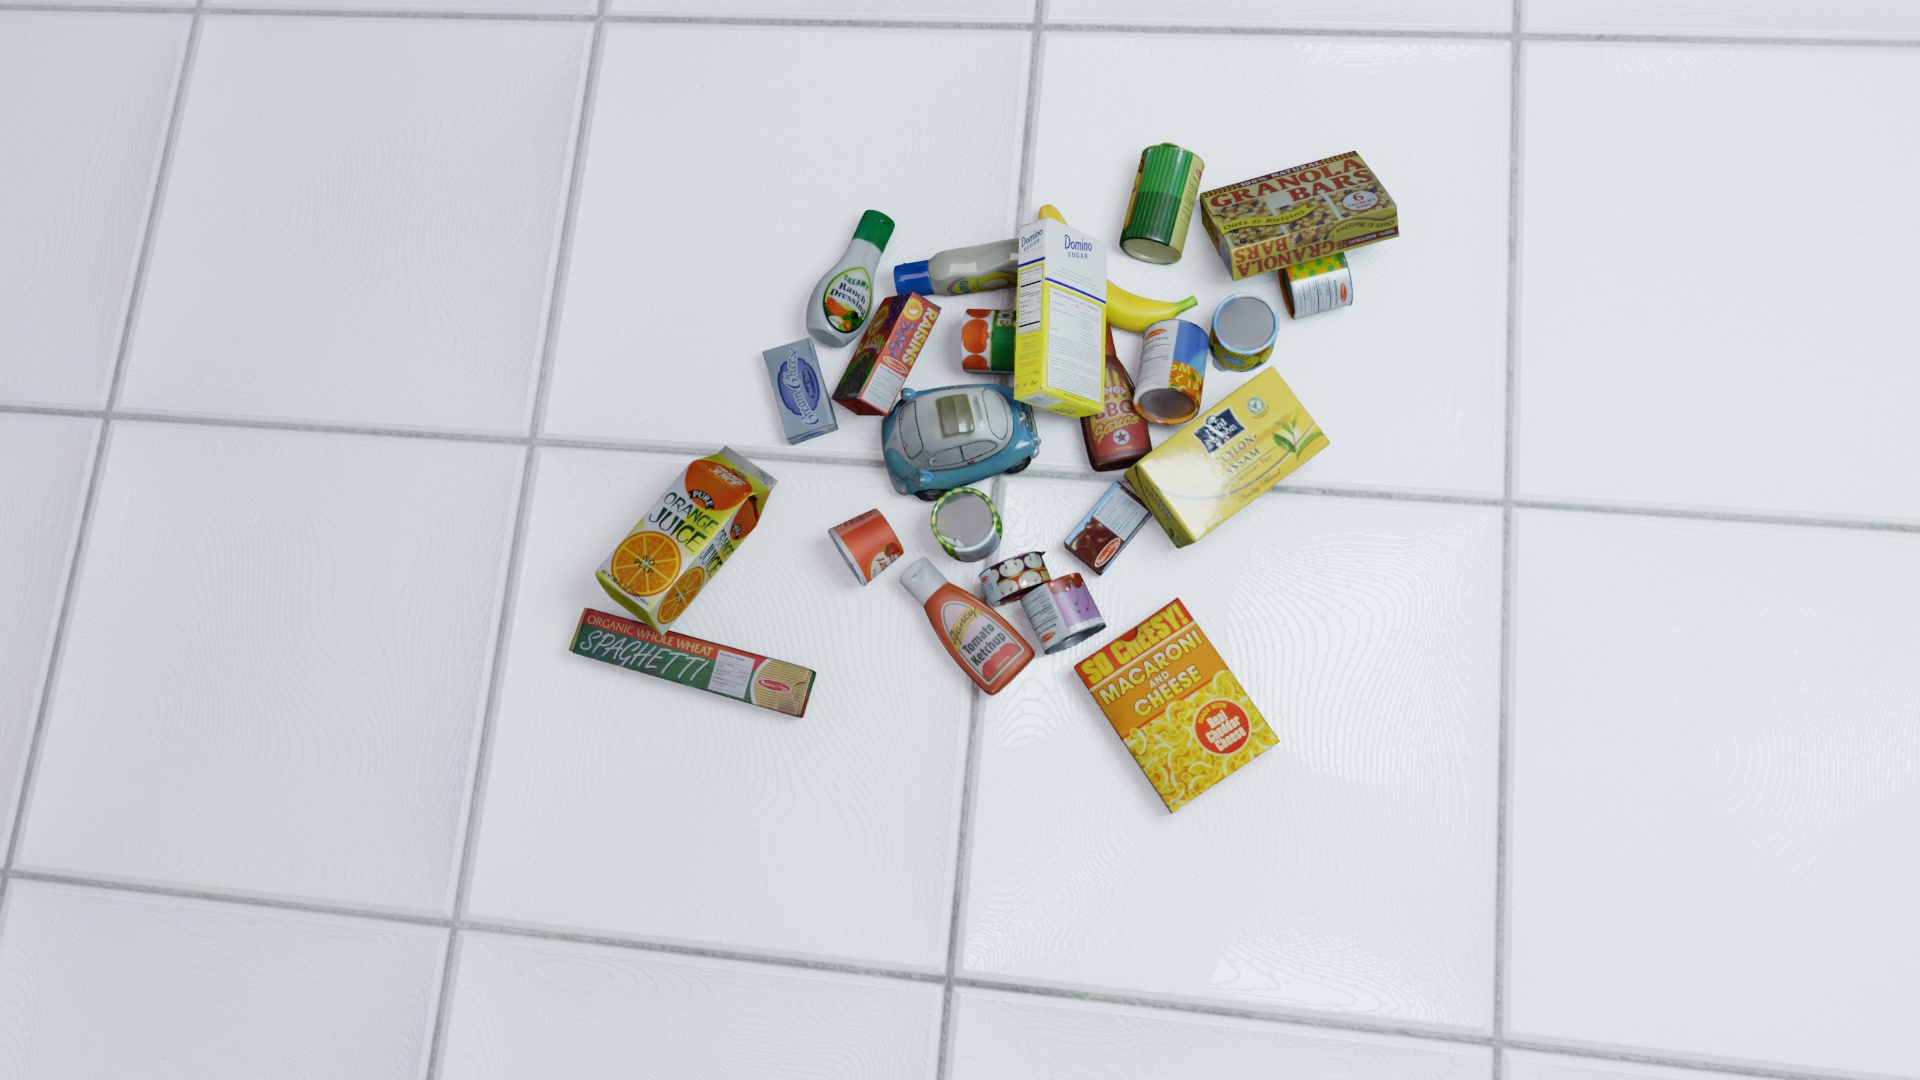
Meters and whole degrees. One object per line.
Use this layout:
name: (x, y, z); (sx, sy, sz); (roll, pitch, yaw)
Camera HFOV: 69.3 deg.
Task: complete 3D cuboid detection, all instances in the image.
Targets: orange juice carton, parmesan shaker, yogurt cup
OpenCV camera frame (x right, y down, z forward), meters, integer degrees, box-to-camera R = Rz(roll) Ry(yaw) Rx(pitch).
orange juice carton: (-0.270, -0.008, 1.393); (0.072, 0.072, 0.193); (34, 72, 13)
parmesan shaker: (0.204, -0.342, 1.415); (0.071, 0.071, 0.103); (14, 81, 10)
yogurt cup: (-0.092, 0.004, 1.384); (0.054, 0.072, 0.072); (-32, 76, -8)

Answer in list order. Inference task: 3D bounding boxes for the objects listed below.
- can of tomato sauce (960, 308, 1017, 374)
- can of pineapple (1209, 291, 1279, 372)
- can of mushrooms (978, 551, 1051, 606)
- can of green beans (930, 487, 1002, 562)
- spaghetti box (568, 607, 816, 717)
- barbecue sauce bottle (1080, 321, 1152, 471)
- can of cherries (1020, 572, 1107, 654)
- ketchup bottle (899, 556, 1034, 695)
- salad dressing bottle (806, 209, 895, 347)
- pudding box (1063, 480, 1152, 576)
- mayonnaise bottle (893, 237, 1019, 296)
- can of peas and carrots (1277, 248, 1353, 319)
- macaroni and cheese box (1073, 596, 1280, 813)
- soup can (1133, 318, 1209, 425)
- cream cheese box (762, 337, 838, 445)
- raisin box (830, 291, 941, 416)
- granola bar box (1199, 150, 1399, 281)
can of tomato sauce: (0.046, -0.203, 1.407); (0.083, 0.071, 0.071); (3, 79, 8)
can of pineapple: (0.282, -0.206, 1.384); (0.071, 0.058, 0.071); (-1, 79, 7)
can of mushrooms: (0.056, 0.037, 1.357); (0.071, 0.071, 0.033); (-22, 78, 2)
can of green beans: (0.006, -0.015, 1.378); (0.071, 0.057, 0.071); (-1, 78, 7)
spaghetti box: (-0.269, 0.122, 1.398); (0.250, 0.028, 0.050); (14, 81, 10)
barbecue sauce bottle: (0.148, -0.146, 1.395); (0.065, 0.043, 0.149); (-10, 77, -3)
can of cherries: (0.101, 0.070, 1.346); (0.071, 0.071, 0.058); (-26, 76, 1)
ketchup bottle: (0.002, 0.080, 1.366); (0.065, 0.043, 0.149); (-44, 76, -3)
salad dressing bottle: (-0.112, -0.275, 1.450); (0.064, 0.044, 0.148); (29, 74, -26)
pudding box: (0.146, -0.012, 1.374); (0.050, 0.030, 0.084); (39, 85, 11)
mayonnaise bottle: (0.007, -0.278, 1.433); (0.148, 0.064, 0.041); (-8, 75, 9)
can of peas and carrots: (0.352, -0.260, 1.384); (0.059, 0.071, 0.071); (-14, 77, 5)
macaroni and cheese box: (0.205, 0.156, 1.326); (0.124, 0.040, 0.166); (-33, 77, -2)
soup can: (0.210, -0.164, 1.370); (0.071, 0.071, 0.084); (8, 61, 9)
cream cheese box: (-0.166, -0.156, 1.446); (0.053, 0.024, 0.104); (-18, 77, 4)
raisin box: (-0.075, -0.188, 1.408); (0.040, 0.086, 0.123); (30, 82, -22)
granola bar box: (0.333, -0.325, 1.380); (0.165, 0.039, 0.125); (-15, 40, 4)
